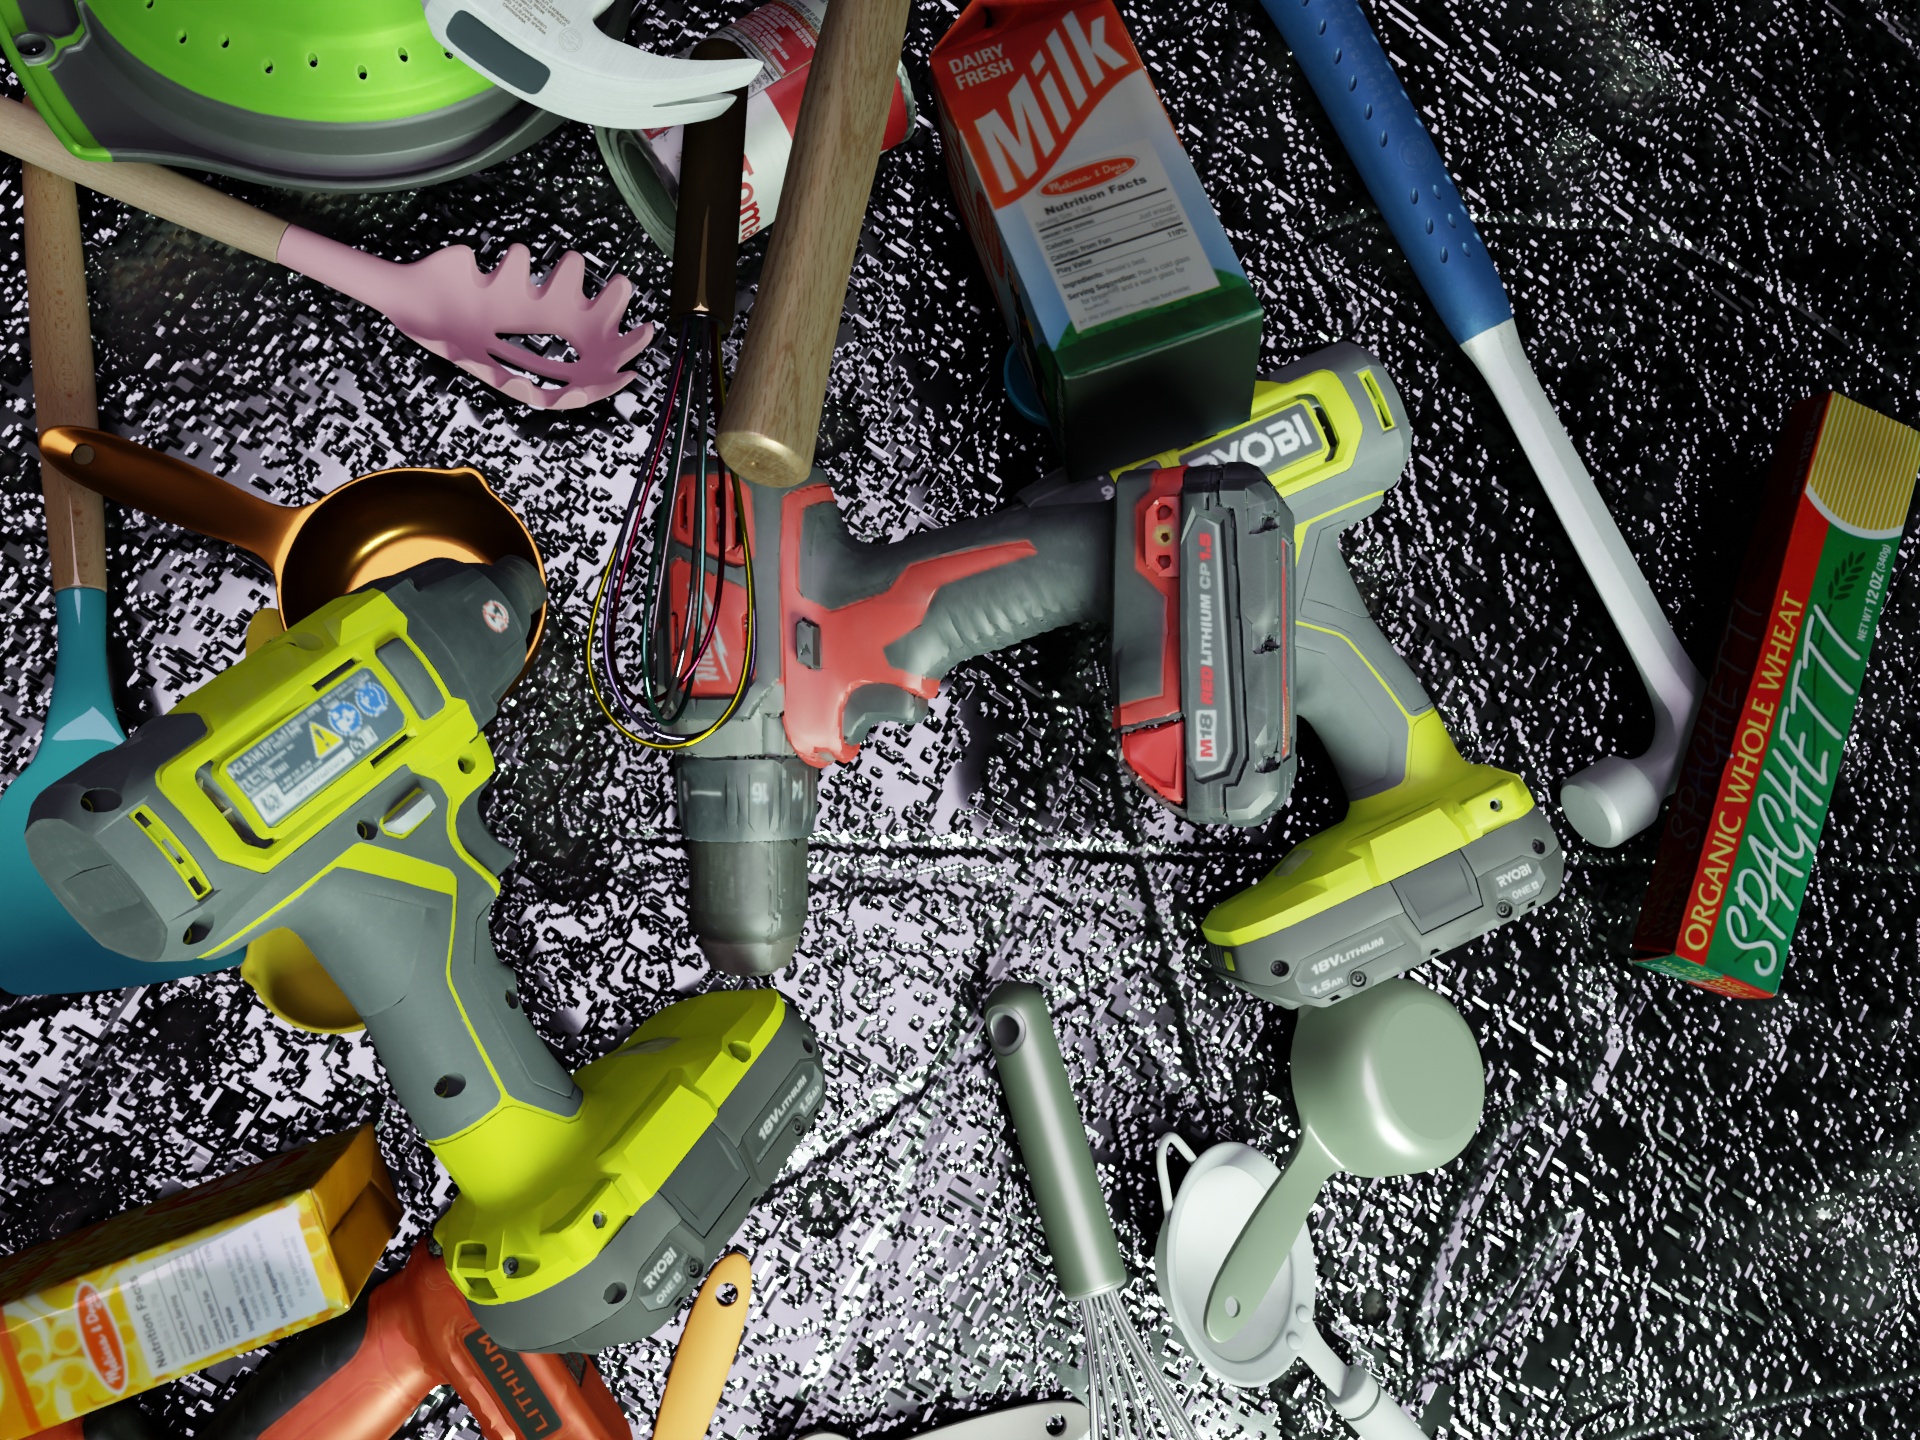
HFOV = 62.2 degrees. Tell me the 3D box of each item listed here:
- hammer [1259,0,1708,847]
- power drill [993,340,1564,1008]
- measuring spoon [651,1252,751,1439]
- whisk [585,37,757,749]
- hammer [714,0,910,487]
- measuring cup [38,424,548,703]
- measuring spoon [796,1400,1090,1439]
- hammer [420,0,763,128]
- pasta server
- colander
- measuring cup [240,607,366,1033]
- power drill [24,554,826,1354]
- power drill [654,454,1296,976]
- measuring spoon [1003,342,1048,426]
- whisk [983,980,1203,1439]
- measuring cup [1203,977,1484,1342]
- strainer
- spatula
[{"bbox_3d":[0.232,-0.157,0.674,0.144,0.035,0.405,-28,91,-13],"label":"hammer"},{"bbox_3d":[0.110,-0.011,0.612,0.190,0.080,0.228,-24,87,-5],"label":"power drill"},{"bbox_3d":[-0.099,0.250,0.572,0.021,0.011,0.117,20,80,-10],"label":"measuring spoon"},{"bbox_3d":[-0.092,-0.112,0.528,0.047,0.051,0.245,-1,80,22],"label":"whisk"},{"bbox_3d":[-0.031,-0.235,0.525,0.031,0.130,0.331,5,74,24],"label":"hammer"},{"bbox_3d":[-0.228,-0.057,0.556,0.173,0.052,0.095,23,80,-7],"label":"measuring cup"},{"bbox_3d":[-0.010,0.271,0.591,0.124,0.018,0.034,-4,85,-19],"label":"measuring spoon"},{"bbox_3d":[-0.074,-0.325,0.543,0.128,0.033,0.331,39,59,-21],"label":"hammer"},{"bbox_3d":[-0.264,-0.183,0.556,0.316,0.040,0.060,22,64,-14],"label":"pasta server"},{"bbox_3d":[-0.146,-0.323,0.561,0.397,0.094,0.205,-27,75,-19],"label":"colander"},{"bbox_3d":[-0.229,0.035,0.564,0.062,0.029,0.157,-14,76,-13],"label":"measuring cup"},{"bbox_3d":[-0.143,0.066,0.495,0.223,0.080,0.171,60,42,-18],"label":"power drill"},{"bbox_3d":[-0.001,-0.002,0.553,0.227,0.080,0.188,0,92,16],"label":"power drill"},{"bbox_3d":[0.028,-0.176,0.645,0.042,0.021,0.129,-9,77,-10],"label":"measuring spoon"},{"bbox_3d":[0.053,0.215,0.583,0.059,0.058,0.246,0,70,-54],"label":"whisk"},{"bbox_3d":[0.143,0.163,0.590,0.083,0.038,0.167,51,54,-8],"label":"measuring cup"},{"bbox_3d":[0.144,0.254,0.610,0.258,0.050,0.087,48,48,-10],"label":"strainer"},{"bbox_3d":[-0.307,-0.066,0.555,0.082,0.044,0.317,-7,81,-12],"label":"spatula"}]
